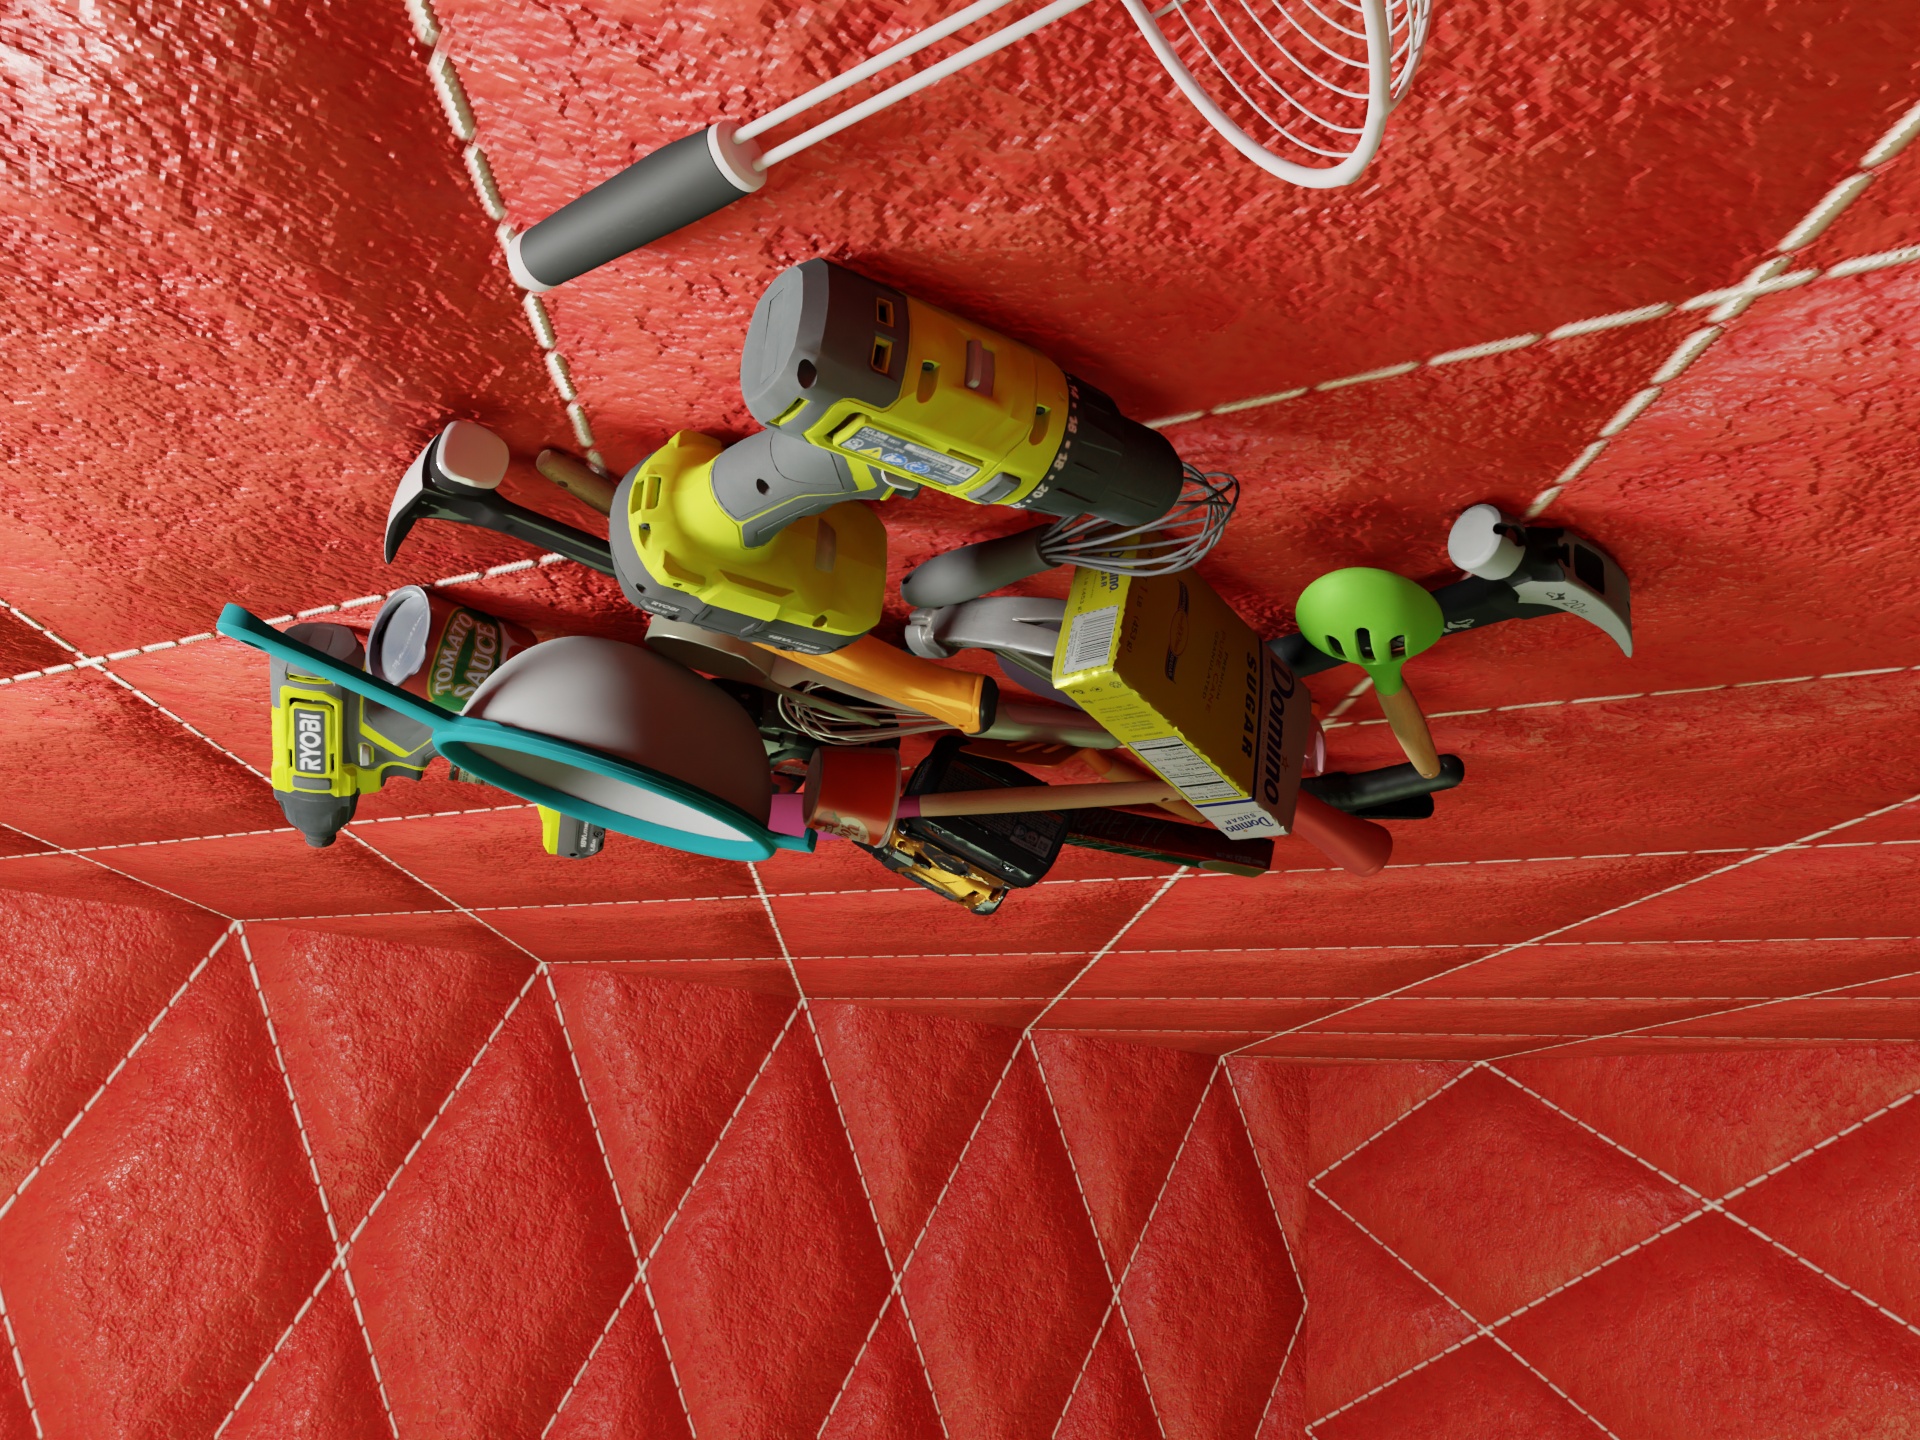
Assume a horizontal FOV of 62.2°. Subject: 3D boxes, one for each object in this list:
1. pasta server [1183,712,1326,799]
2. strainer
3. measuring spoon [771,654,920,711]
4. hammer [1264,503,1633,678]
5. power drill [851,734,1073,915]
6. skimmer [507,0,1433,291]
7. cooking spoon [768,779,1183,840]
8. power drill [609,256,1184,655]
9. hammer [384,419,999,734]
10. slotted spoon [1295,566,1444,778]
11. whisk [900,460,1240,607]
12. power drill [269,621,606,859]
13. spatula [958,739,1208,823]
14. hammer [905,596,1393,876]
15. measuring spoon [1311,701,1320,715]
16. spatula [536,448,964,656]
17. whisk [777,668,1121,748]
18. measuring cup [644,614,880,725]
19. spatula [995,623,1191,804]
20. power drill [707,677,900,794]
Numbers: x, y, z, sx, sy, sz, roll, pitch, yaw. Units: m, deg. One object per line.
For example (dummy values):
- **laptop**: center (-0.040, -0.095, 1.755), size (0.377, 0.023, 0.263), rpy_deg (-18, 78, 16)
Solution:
- **pasta server**: center (0.191, 0.032, 1.115), size (0.060, 0.040, 0.316), rpy_deg (22, 167, -1)
- **strainer**: center (-0.245, -0.018, 0.919), size (0.340, 0.095, 0.211), rpy_deg (29, 161, -34)
- **measuring spoon**: center (-0.070, -0.024, 1.005), size (0.124, 0.034, 0.018), rpy_deg (14, -167, -12)
- **hammer**: center (0.212, -0.041, 0.896), size (0.146, 0.035, 0.335), rpy_deg (16, 160, -32)
- **power drill**: center (-0.023, 0.080, 1.262), size (0.185, 0.084, 0.226), rpy_deg (28, 160, -6)
- **skimmer**: center (-0.039, -0.166, 0.445), size (0.363, 0.090, 0.127), rpy_deg (-7, 128, 42)
- **cooking spoon**: center (-0.002, 0.058, 1.121), size (0.319, 0.017, 0.068), rpy_deg (-3, 147, 4)
- **power drill**: center (-0.036, -0.100, 0.692), size (0.190, 0.080, 0.228), rpy_deg (15, 158, -31)
- **hammer**: center (-0.126, -0.057, 0.831), size (0.336, 0.034, 0.127), rpy_deg (21, 157, -28)
- **slotted spoon**: center (0.242, -0.013, 0.875), size (0.070, 0.031, 0.313), rpy_deg (0, 164, 23)
- **whisk**: center (0.043, -0.083, 0.783), size (0.055, 0.055, 0.239), rpy_deg (17, 163, -35)
- **power drill**: center (-0.353, 0.026, 1.094), size (0.223, 0.080, 0.171), rpy_deg (6, 125, -12)
- **spatula**: center (0.117, 0.048, 1.211), size (0.081, 0.041, 0.322), rpy_deg (10, 171, 35)
- **hammer**: center (0.141, 0.016, 0.948), size (0.358, 0.037, 0.149), rpy_deg (28, 169, -30)
- **measuring spoon**: center (0.193, 0.002, 1.083), size (0.021, 0.011, 0.117), rpy_deg (20, 158, -41)
- **spatula**: center (-0.107, -0.079, 0.880), size (0.082, 0.044, 0.317), rpy_deg (-6, 156, 36)
- **whisk**: center (-0.002, -0.003, 1.067), size (0.246, 0.058, 0.059), rpy_deg (6, 131, -19)
- **measuring cup**: center (-0.110, -0.038, 0.959), size (0.167, 0.038, 0.083), rpy_deg (23, 166, -37)
- **spatula**: center (0.111, 0.008, 1.069), size (0.060, 0.018, 0.315), rpy_deg (-16, 150, 26)
- **power drill**: center (-0.170, 0.024, 1.152), size (0.187, 0.080, 0.226), rpy_deg (12, 159, -26)
